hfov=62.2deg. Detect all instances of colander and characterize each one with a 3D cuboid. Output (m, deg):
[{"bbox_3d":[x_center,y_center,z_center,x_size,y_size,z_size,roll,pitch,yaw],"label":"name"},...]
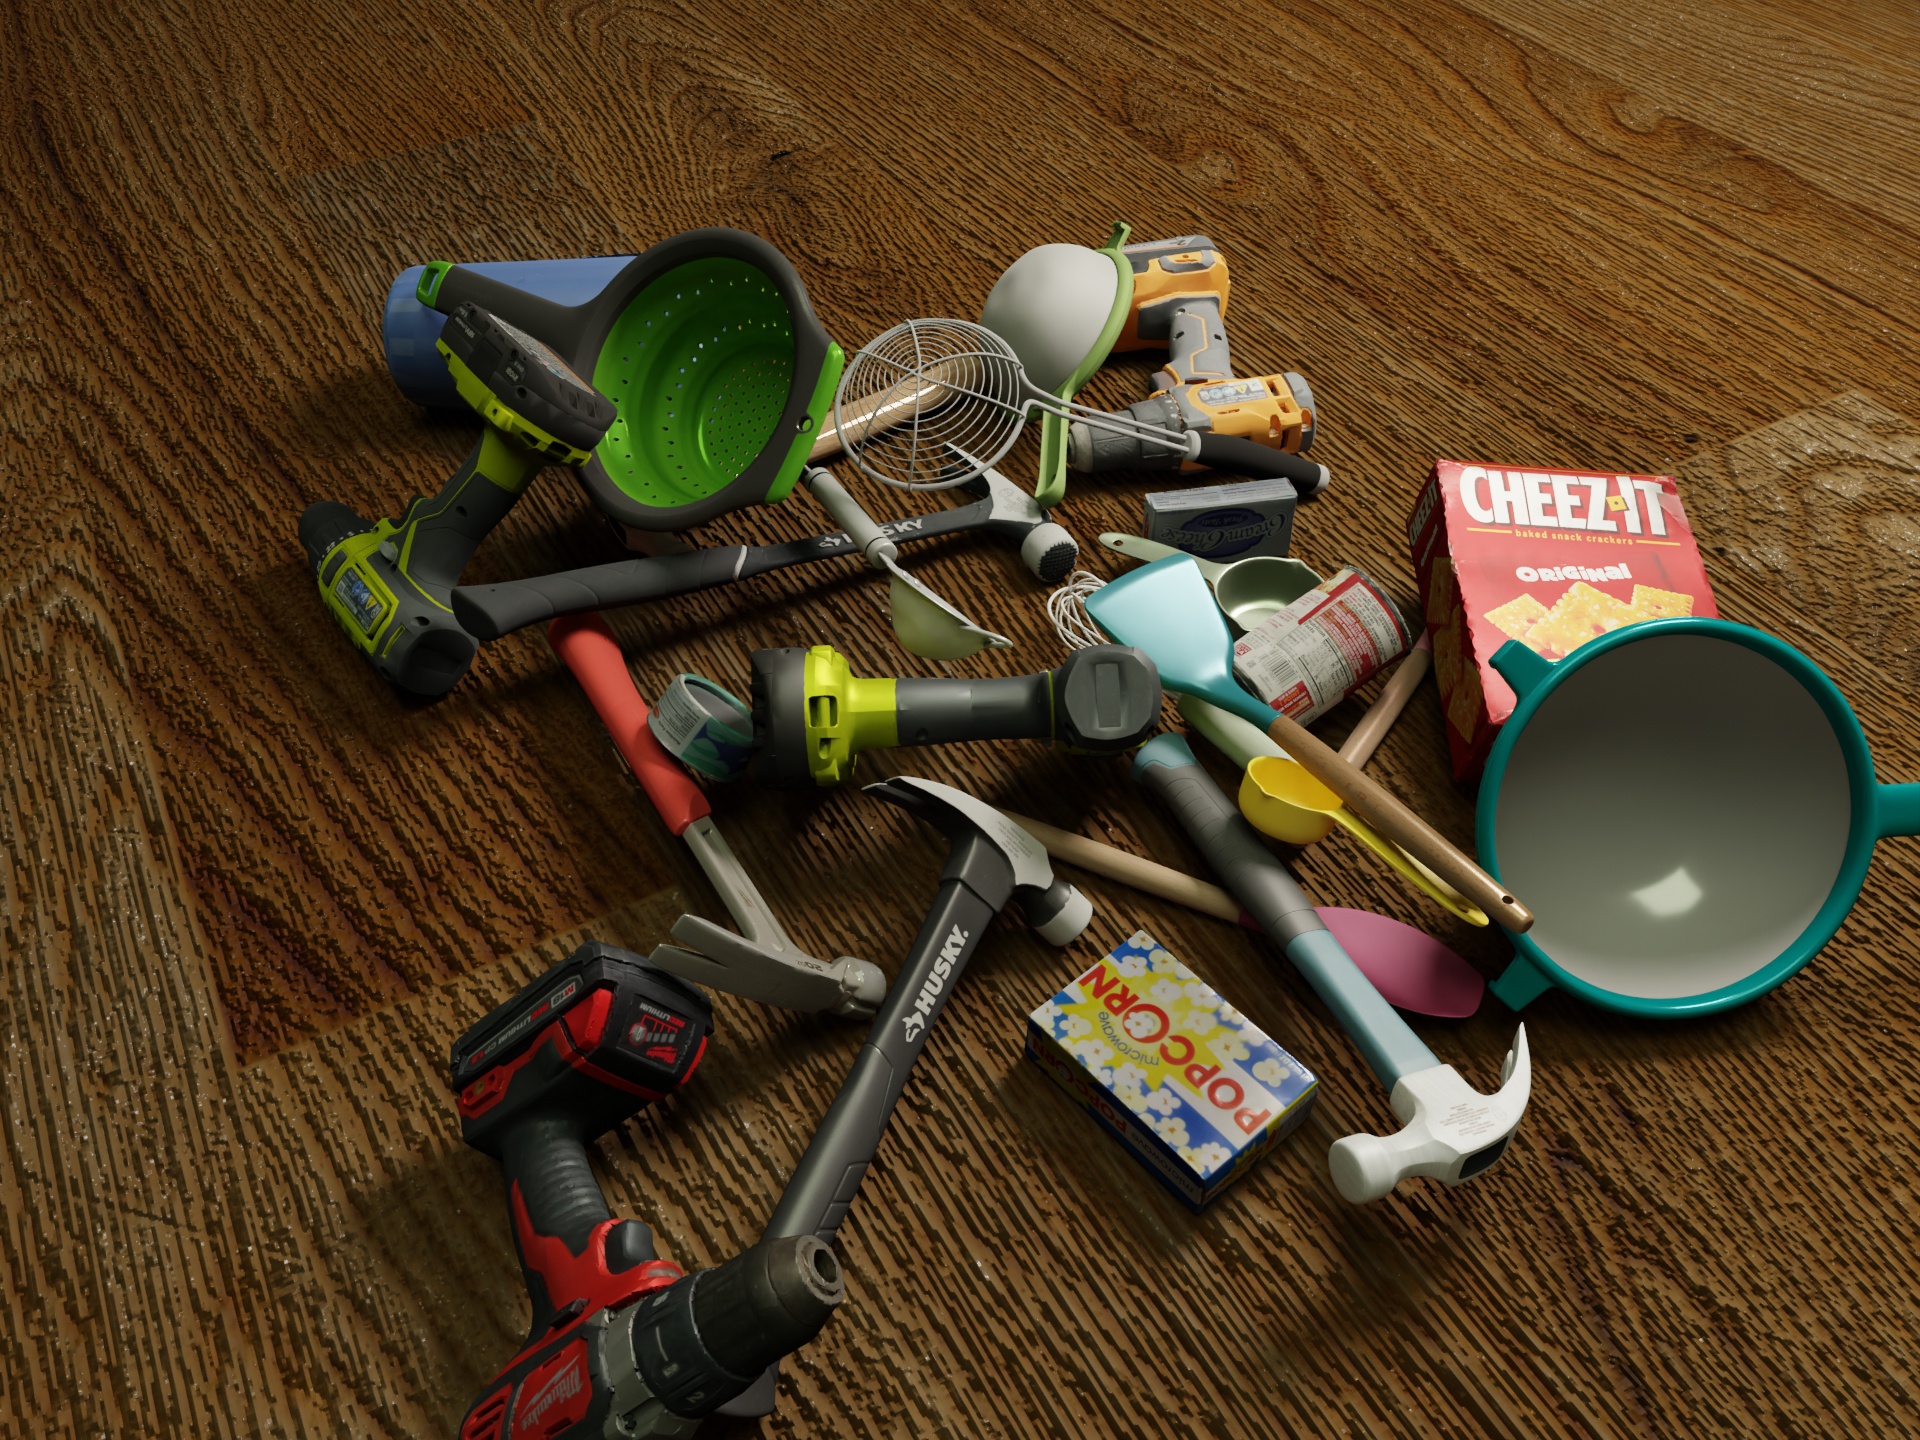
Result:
[{"bbox_3d":[-0.225,-0.246,1.106,0.397,0.094,0.204,25,94,29],"label":"colander"}]

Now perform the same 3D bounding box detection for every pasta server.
[{"bbox_3d":[0.285,-0.030,1.012,0.060,0.040,0.316,33,55,15],"label":"pasta server"}]

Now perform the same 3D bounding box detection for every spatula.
[{"bbox_3d":[0.192,0.010,0.880,0.082,0.044,0.318,-26,46,-22],"label":"spatula"}]

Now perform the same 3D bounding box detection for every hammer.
[{"bbox_3d":[-0.174,0.035,0.914,0.036,0.149,0.359,-51,46,10],"label":"hammer"},{"bbox_3d":[-0.116,-0.209,1.191,0.331,0.031,0.130,-30,64,-28],"label":"hammer"},{"bbox_3d":[-0.047,0.177,0.777,0.035,0.146,0.335,-20,33,49],"label":"hammer"},{"bbox_3d":[0.177,0.110,0.846,0.128,0.033,0.331,-8,37,-20],"label":"hammer"},{"bbox_3d":[-0.130,-0.113,1.063,0.409,0.036,0.149,-14,44,-24],"label":"hammer"}]

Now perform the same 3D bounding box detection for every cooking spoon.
[{"bbox_3d":[0.136,0.099,0.901,0.319,0.017,0.069,20,36,19],"label":"cooking spoon"}]

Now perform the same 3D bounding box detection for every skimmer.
[{"bbox_3d":[0.093,-0.192,1.104,0.363,0.090,0.127,9,67,-29],"label":"skimmer"}]

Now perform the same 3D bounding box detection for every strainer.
[{"bbox_3d":[0.431,0.044,0.864,0.340,0.211,0.095,-3,6,-4],"label":"strainer"},{"bbox_3d":[0.053,-0.264,1.174,0.069,0.151,0.257,30,47,-29],"label":"strainer"},{"bbox_3d":[-0.047,-0.100,1.006,0.050,0.086,0.259,-48,46,10],"label":"strainer"}]

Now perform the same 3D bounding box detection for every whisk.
[{"bbox_3d":[0.139,-0.018,0.988,0.059,0.057,0.247,-21,48,-30],"label":"whisk"}]

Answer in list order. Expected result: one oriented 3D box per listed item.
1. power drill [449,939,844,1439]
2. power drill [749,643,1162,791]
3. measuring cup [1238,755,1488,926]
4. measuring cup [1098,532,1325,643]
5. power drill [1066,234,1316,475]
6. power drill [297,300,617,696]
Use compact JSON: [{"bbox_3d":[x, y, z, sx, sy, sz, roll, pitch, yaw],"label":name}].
[{"bbox_3d":[-0.145,0.211,0.706,0.188,0.080,0.227,-36,45,17],"label":"power drill"},{"bbox_3d":[-0.001,-0.003,0.924,0.223,0.171,0.080,-2,86,2],"label":"power drill"},{"bbox_3d":[0.214,0.072,0.859,0.062,0.029,0.157,-11,40,-44],"label":"measuring cup"},{"bbox_3d":[0.167,-0.087,1.071,0.168,0.038,0.083,23,50,24],"label":"measuring cup"},{"bbox_3d":[0.151,-0.275,1.230,0.185,0.084,0.226,-11,51,-7],"label":"power drill"},{"bbox_3d":[-0.345,-0.153,1.050,0.191,0.080,0.228,43,101,34],"label":"power drill"}]
